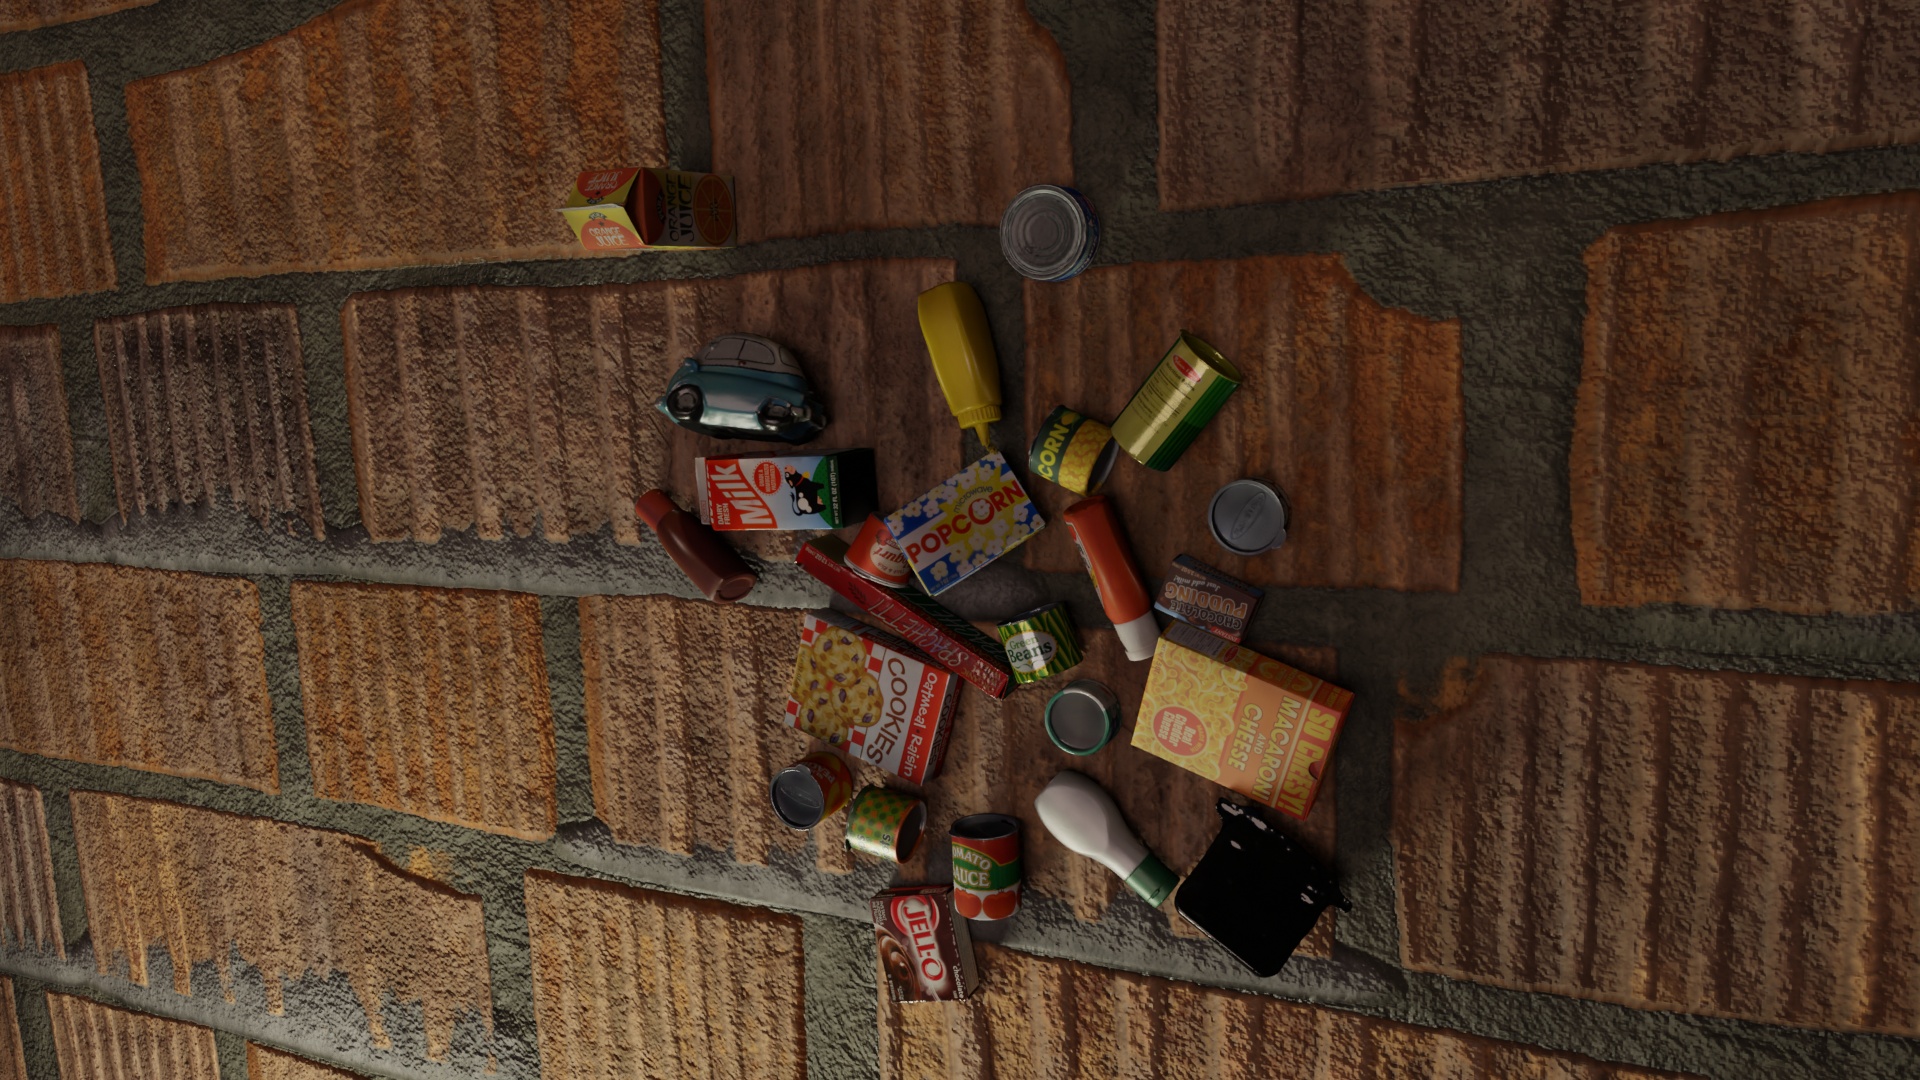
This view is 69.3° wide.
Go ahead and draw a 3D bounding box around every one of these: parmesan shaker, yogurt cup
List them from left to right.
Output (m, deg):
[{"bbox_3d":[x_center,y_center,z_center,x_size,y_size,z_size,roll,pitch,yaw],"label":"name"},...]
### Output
[{"bbox_3d":[-0.071,0.007,1.336,0.072,0.072,0.053,28,102,19],"label":"yogurt cup"},{"bbox_3d":[0.183,-0.119,1.191,0.071,0.071,0.102,43,115,13],"label":"parmesan shaker"}]

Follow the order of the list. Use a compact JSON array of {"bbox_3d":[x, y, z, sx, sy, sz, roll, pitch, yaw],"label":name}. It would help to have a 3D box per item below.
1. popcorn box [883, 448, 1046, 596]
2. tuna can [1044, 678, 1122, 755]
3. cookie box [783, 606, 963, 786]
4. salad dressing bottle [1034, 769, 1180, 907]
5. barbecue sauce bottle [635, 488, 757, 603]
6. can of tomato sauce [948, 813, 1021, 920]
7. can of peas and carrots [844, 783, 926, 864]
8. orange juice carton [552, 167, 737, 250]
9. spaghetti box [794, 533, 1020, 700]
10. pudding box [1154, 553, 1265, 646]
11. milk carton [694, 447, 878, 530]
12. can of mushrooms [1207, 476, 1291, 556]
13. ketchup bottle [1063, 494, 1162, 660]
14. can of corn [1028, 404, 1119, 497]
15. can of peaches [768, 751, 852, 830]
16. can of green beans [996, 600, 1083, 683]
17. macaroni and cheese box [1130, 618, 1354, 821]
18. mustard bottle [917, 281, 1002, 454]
[{"bbox_3d":[0.005,-0.016,1.281,0.127,0.038,0.085,-32,84,0],"label":"popcorn box"},{"bbox_3d":[0.113,0.167,1.292,0.071,0.033,0.071,5,100,25],"label":"tuna can"},{"bbox_3d":[-0.086,0.154,1.382,0.167,0.040,0.122,21,107,22],"label":"cookie box"},{"bbox_3d":[0.137,0.278,1.294,0.148,0.044,0.064,41,112,13],"label":"salad dressing bottle"},{"bbox_3d":[-0.278,0.003,1.438,0.149,0.065,0.043,42,112,23],"label":"barbecue sauce bottle"},{"bbox_3d":[0.024,0.315,1.340,0.071,0.071,0.083,2,101,26],"label":"can of tomato sauce"},{"bbox_3d":[-0.074,0.284,1.382,0.059,0.071,0.070,13,105,23],"label":"can of peas and carrots"},{"bbox_3d":[-0.295,-0.312,1.315,0.072,0.193,0.073,3,102,25],"label":"orange juice carton"},{"bbox_3d":[-0.048,0.071,1.343,0.250,0.050,0.028,32,113,17],"label":"spaghetti box"},{"bbox_3d":[0.218,0.052,1.222,0.084,0.030,0.049,26,111,20],"label":"pudding box"},{"bbox_3d":[-0.182,-0.050,1.373,0.190,0.074,0.072,0,100,26],"label":"milk carton"},{"bbox_3d":[0.251,-0.020,1.192,0.071,0.033,0.071,4,100,25],"label":"can of mushrooms"},{"bbox_3d":[0.140,0.034,1.242,0.043,0.065,0.148,-23,97,5],"label":"ketchup bottle"},{"bbox_3d":[0.101,-0.079,1.233,0.058,0.071,0.071,27,110,19],"label":"can of corn"},{"bbox_3d":[-0.152,0.253,1.421,0.071,0.058,0.071,5,101,26],"label":"can of peaches"},{"bbox_3d":[0.073,0.094,1.279,0.071,0.071,0.058,-20,91,27],"label":"can of green beans"},{"bbox_3d":[0.241,0.156,1.208,0.166,0.040,0.123,23,124,21],"label":"macaroni and cheese box"},{"bbox_3d":[0.006,-0.154,1.264,0.048,0.065,0.160,-16,86,30],"label":"mustard bottle"}]
